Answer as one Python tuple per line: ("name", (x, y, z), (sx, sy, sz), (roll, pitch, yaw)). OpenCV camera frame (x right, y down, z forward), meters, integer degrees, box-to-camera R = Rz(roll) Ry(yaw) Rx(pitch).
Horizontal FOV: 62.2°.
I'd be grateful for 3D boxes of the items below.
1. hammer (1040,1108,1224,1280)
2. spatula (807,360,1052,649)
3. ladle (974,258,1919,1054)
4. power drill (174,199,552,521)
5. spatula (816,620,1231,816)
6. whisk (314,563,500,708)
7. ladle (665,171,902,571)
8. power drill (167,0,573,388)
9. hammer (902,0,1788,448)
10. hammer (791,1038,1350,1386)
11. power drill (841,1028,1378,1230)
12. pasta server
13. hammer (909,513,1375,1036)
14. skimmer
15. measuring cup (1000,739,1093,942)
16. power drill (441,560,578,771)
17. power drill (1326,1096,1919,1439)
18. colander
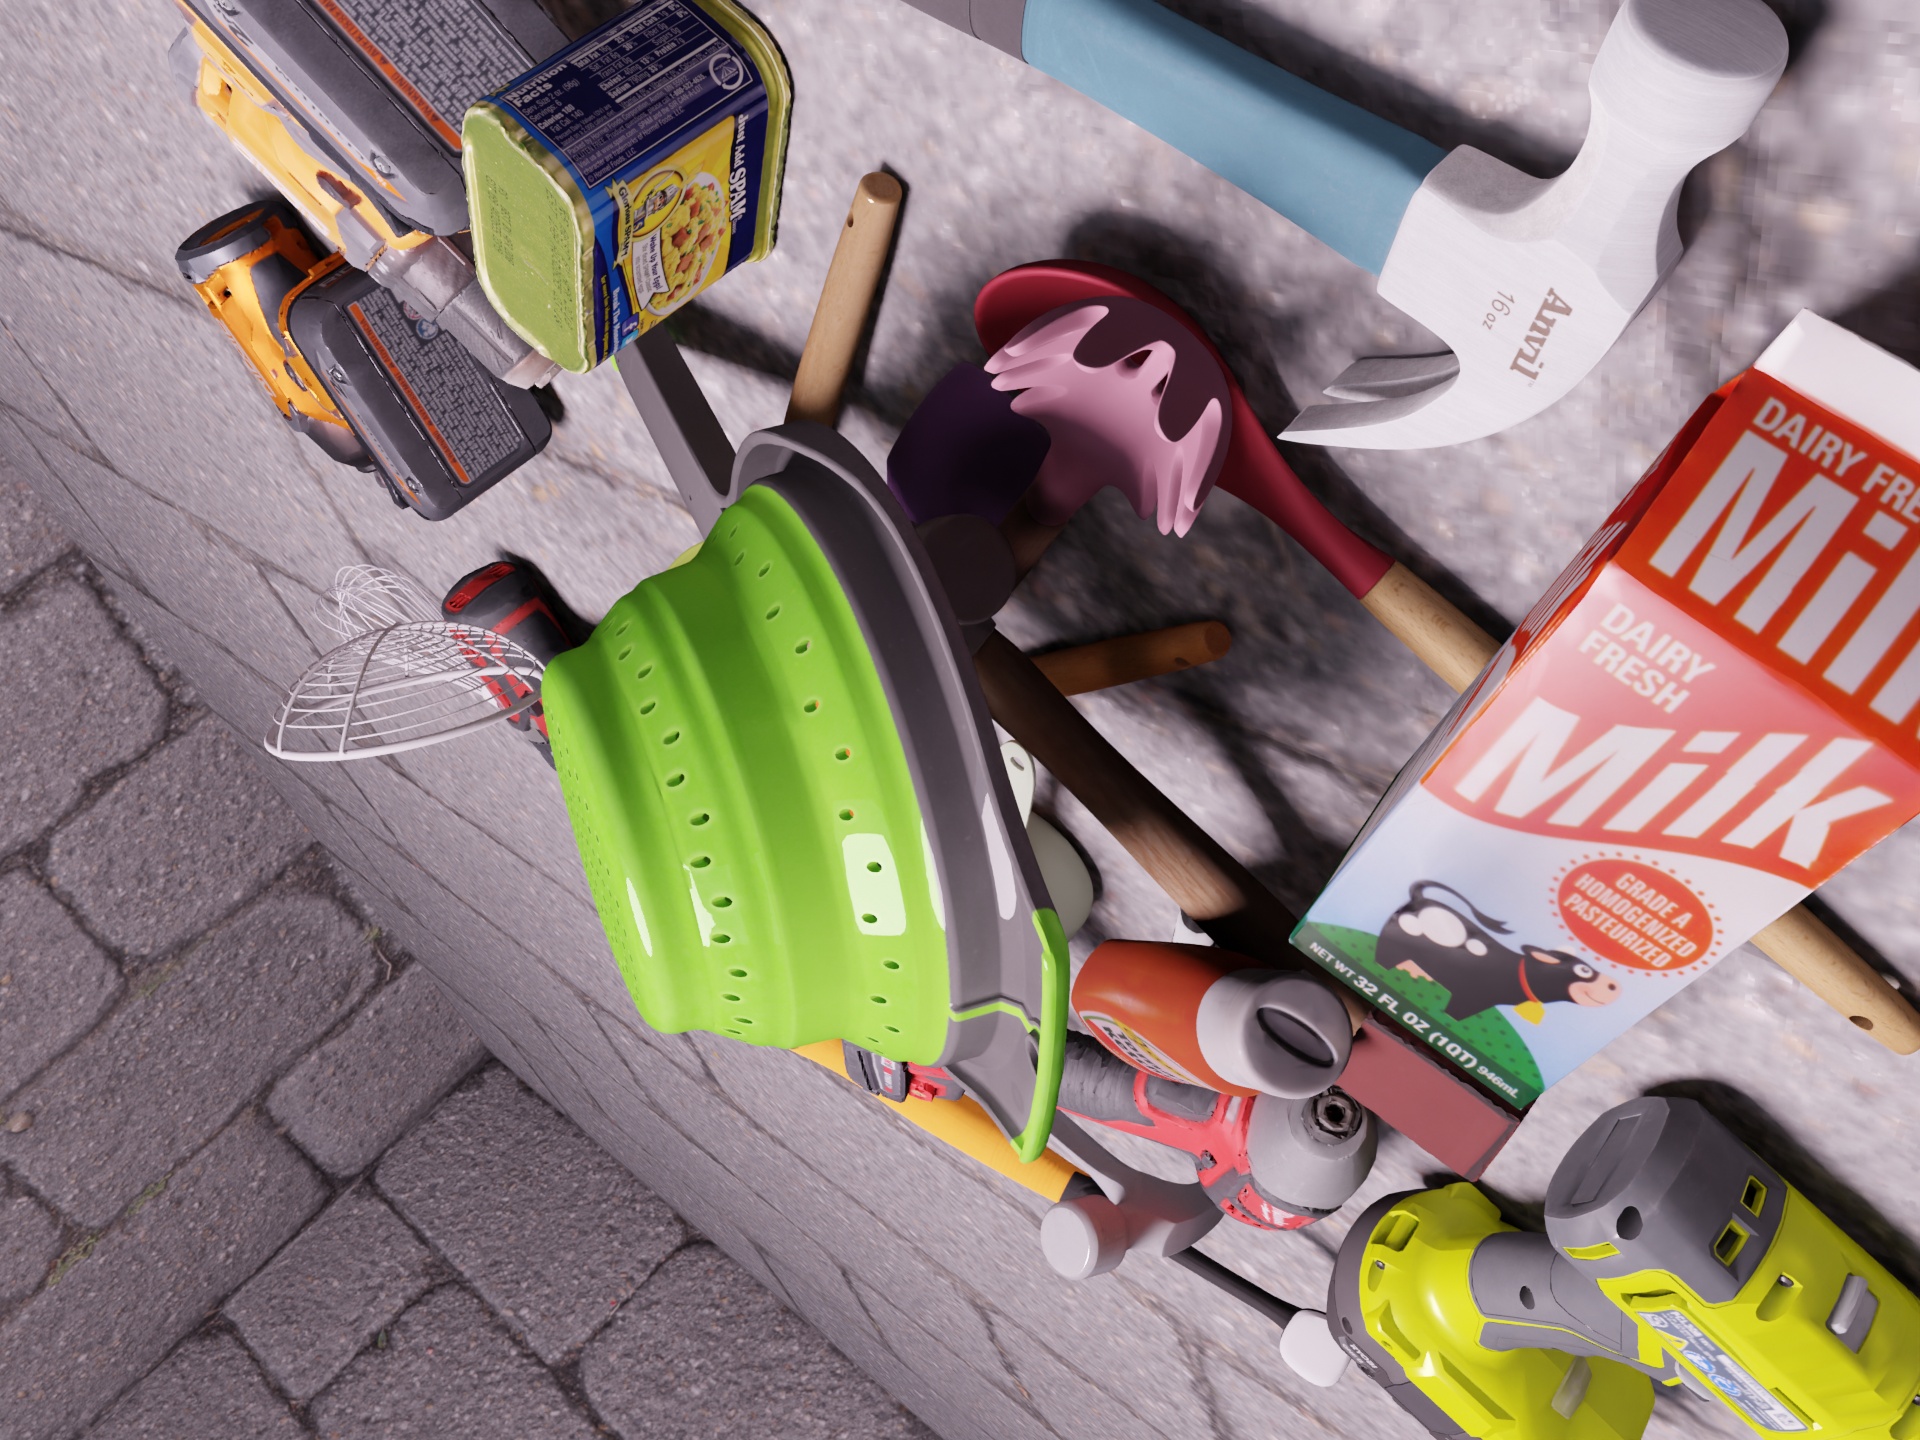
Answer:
("hammer", (-0.019, 0.155, 0.863), (0.406, 0.144, 0.035), (33, 111, 43))
("spatula", (-0.034, -0.055, 0.640), (0.060, 0.018, 0.316), (45, 155, -4))
("ladle", (0.131, -0.020, 0.426), (0.315, 0.031, 0.069), (41, 160, 4))
("power drill", (-0.297, -0.172, 0.802), (0.227, 0.084, 0.164), (25, 149, 46))
("spatula", (-0.001, -0.002, 0.642), (0.081, 0.041, 0.322), (33, 159, -22))
("whisk", (-0.346, -0.036, 1.122), (0.285, 0.070, 0.070), (29, 151, 21))
("ladle", (-0.076, -0.093, 0.606), (0.320, 0.062, 0.078), (123, 137, -62))
("power drill", (-0.200, -0.205, 0.579), (0.185, 0.084, 0.226), (47, 166, -21))
("hammer", (0.010, -0.174, 0.371), (0.331, 0.033, 0.128), (37, 153, 18))
("hammer", (0.050, 0.239, 0.836), (0.337, 0.034, 0.127), (27, 173, 19))
("power drill", (0.065, 0.148, 0.672), (0.219, 0.079, 0.143), (21, 157, 7))
("pasta server", (0.016, -0.053, 0.489), (0.060, 0.040, 0.316), (40, 165, -2))
("hammer", (0.077, 0.050, 0.549), (0.331, 0.031, 0.130), (44, 168, -20))
("skimmer", (-0.144, 0.054, 0.770), (0.363, 0.090, 0.127), (29, -169, -14))
("measuring cup", (0.027, 0.045, 0.677), (0.083, 0.038, 0.167), (37, 152, 18))
("power drill", (-0.203, 0.011, 0.941), (0.227, 0.080, 0.187), (25, 149, 43))
("power drill", (0.251, 0.230, 0.567), (0.190, 0.080, 0.228), (42, 153, 3))
("colander", (-0.095, -0.031, 0.508), (0.204, 0.094, 0.398), (92, 154, -46))
